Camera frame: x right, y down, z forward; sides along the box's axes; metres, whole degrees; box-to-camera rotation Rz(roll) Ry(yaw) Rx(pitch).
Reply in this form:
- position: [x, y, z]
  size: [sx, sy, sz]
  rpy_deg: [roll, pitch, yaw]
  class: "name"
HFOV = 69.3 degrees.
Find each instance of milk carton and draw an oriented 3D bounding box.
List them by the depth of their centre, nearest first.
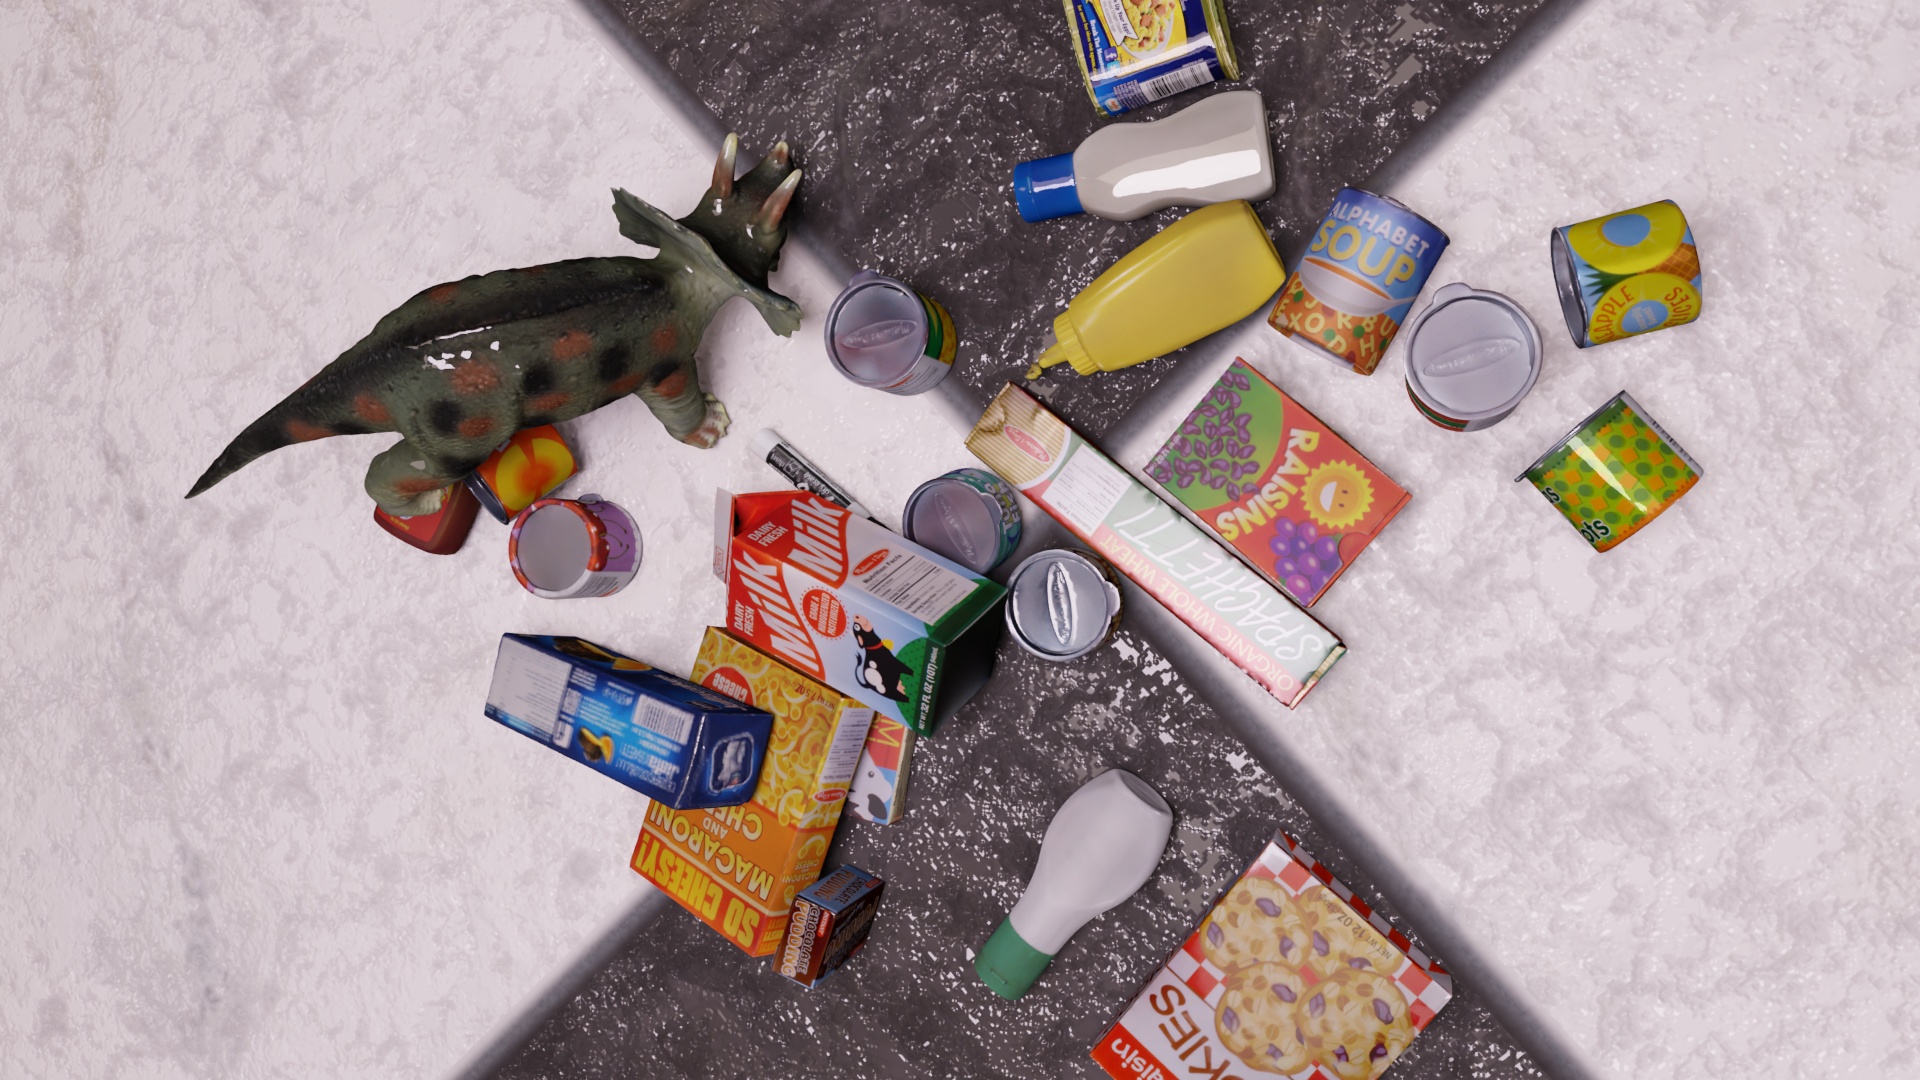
- position: [-0.074, 0.033, 0.832]
  size: [0.191, 0.074, 0.072]
  rpy_deg: [26, 128, 21]
  class: "milk carton"

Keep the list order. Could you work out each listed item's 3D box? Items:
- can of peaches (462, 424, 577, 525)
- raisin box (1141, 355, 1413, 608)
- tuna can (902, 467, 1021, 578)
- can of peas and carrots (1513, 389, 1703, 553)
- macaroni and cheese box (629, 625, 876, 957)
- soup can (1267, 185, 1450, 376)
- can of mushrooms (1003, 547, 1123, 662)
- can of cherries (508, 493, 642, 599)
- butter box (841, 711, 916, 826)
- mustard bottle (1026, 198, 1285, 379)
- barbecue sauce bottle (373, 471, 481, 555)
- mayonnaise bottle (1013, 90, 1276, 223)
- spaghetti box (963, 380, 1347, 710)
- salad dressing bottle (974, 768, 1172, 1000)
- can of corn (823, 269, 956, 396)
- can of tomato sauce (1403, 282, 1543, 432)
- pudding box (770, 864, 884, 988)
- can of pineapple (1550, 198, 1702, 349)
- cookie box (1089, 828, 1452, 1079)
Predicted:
- position: [-0.296, -0.055, 0.912]
  size: [0.058, 0.071, 0.071]
  rpy_deg: [-40, 75, -23]
  class: "can of peaches"
- position: [0.179, -0.033, 0.788]
  size: [0.123, 0.040, 0.086]
  rpy_deg: [42, 100, 13]
  class: "raisin box"
- position: [0.003, -0.010, 0.836]
  size: [0.071, 0.033, 0.071]
  rpy_deg: [8, 108, 26]
  class: "tuna can"
- position: [0.337, -0.034, 0.724]
  size: [0.071, 0.071, 0.059]
  rpy_deg: [-43, 78, 12]
  class: "can of peas and carrots"
- position: [-0.130, 0.152, 0.864]
  size: [0.124, 0.040, 0.166]
  rpy_deg: [23, 97, 35]
  class: "macaroni and cheese box"
- position: [0.217, -0.142, 0.761]
  size: [0.071, 0.071, 0.083]
  rpy_deg: [31, 98, 16]
  class: "soup can"
- position: [0.064, 0.037, 0.823]
  size: [0.071, 0.033, 0.071]
  rpy_deg: [1, 92, 20]
  class: "can of mushrooms"
- position: [-0.254, 0.003, 0.913]
  size: [0.071, 0.058, 0.071]
  rpy_deg: [0, 90, 17]
  class: "can of cherries"
- position: [-0.055, 0.120, 0.866]
  size: [0.053, 0.024, 0.103]
  rpy_deg: [11, 92, 17]
  class: "butter box"
- position: [0.105, -0.136, 0.804]
  size: [0.160, 0.049, 0.065]
  rpy_deg: [-26, 110, 22]
  class: "mustard bottle"
- position: [-0.346, -0.068, 0.951]
  size: [0.065, 0.044, 0.148]
  rpy_deg: [28, 97, 17]
  class: "barbecue sauce bottle"
- position: [0.106, -0.218, 0.814]
  size: [0.148, 0.041, 0.064]
  rpy_deg: [-7, 91, 18]
  class: "mayonnaise bottle"
- position: [0.111, 0.001, 0.813]
  size: [0.250, 0.029, 0.050]
  rpy_deg: [40, 101, 14]
  class: "spaghetti box"
- position: [0.064, 0.204, 0.817]
  size: [0.064, 0.044, 0.147]
  rpy_deg: [39, 101, 13]
  class: "salad dressing bottle"
- position: [-0.042, -0.126, 0.849]
  size: [0.071, 0.058, 0.071]
  rpy_deg: [0, 89, 18]
  class: "can of corn"
- position: [0.269, -0.095, 0.737]
  size: [0.071, 0.083, 0.071]
  rpy_deg: [0, 89, 18]
  class: "can of tomato sauce"
- position: [-0.079, 0.232, 0.839]
  size: [0.030, 0.084, 0.049]
  rpy_deg: [20, 95, 16]
  class: "pudding box"
- position: [0.346, -0.137, 0.722]
  size: [0.058, 0.071, 0.071]
  rpy_deg: [-13, 85, 17]
  class: "can of pineapple"
- position: [0.172, 0.268, 0.782]
  size: [0.123, 0.040, 0.167]
  rpy_deg: [40, 100, 14]
  class: "cookie box"
